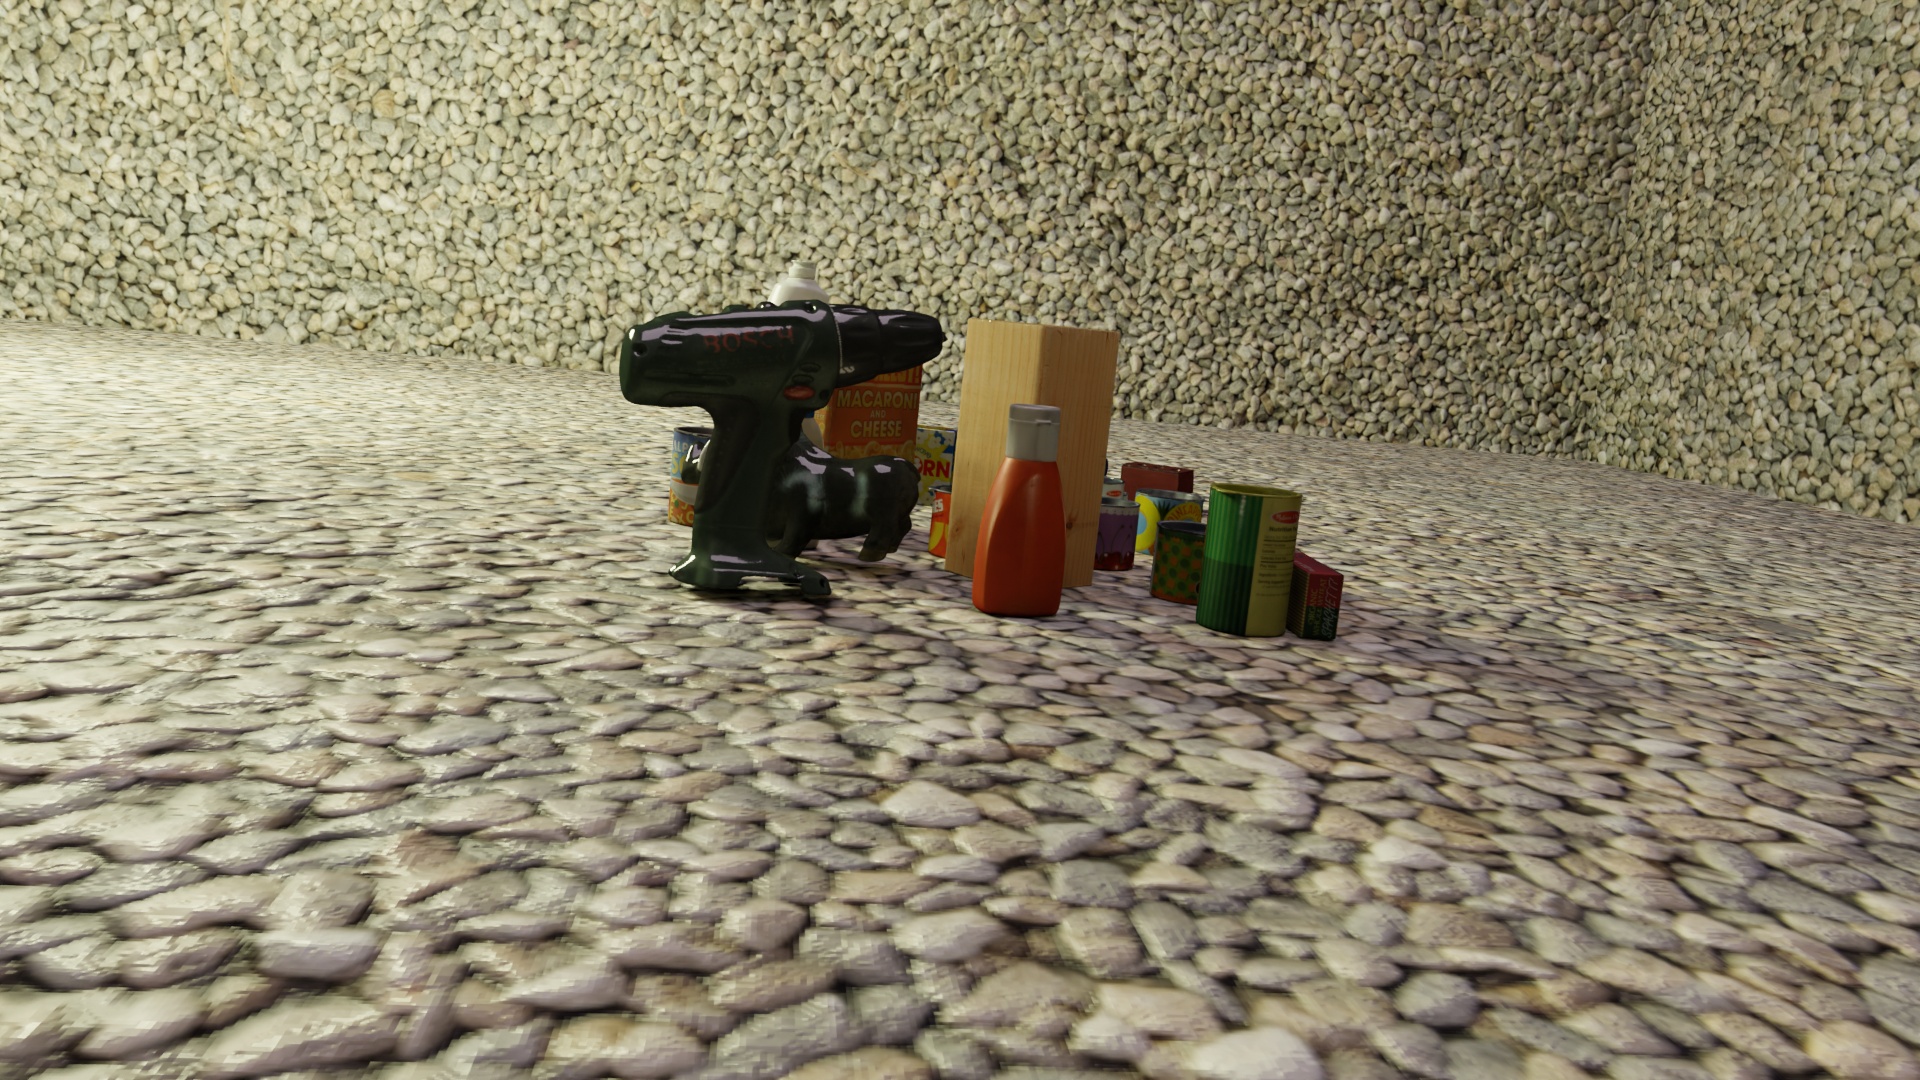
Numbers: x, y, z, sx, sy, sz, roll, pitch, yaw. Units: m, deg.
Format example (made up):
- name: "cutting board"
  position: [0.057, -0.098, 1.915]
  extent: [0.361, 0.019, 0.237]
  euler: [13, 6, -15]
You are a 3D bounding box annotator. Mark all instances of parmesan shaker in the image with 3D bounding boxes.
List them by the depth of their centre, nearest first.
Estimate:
- name: "parmesan shaker"
  position: [0.207, 0.013, 1.012]
  extent: [0.071, 0.103, 0.071]
  euler: [6, 9, -1]

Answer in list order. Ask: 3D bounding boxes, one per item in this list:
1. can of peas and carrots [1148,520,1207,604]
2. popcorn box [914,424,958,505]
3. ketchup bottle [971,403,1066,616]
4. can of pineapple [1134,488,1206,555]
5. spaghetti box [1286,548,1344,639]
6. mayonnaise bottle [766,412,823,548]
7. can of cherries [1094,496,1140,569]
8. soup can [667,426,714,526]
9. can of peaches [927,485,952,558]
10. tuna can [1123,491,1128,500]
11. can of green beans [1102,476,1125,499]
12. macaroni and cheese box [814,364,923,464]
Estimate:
- name: "can of peas and carrots"
  position: [0.189, 0.018, 1.112]
  extent: [0.071, 0.058, 0.071]
  euler: [6, 9, -1]
- name: "popcorn box"
  position: [-0.066, -0.086, 1.518]
  extent: [0.127, 0.085, 0.038]
  euler: [7, 9, 10]
- name: "ketchup bottle"
  position: [0.046, -0.022, 0.985]
  extent: [0.065, 0.148, 0.043]
  euler: [3, 9, -20]
- name: "can of pineapple"
  position: [0.199, -0.016, 1.335]
  extent: [0.071, 0.057, 0.071]
  euler: [6, 9, -1]
- name: "spaghetti box"
  position: [0.251, 0.027, 1.120]
  extent: [0.029, 0.050, 0.250]
  euler: [5, 9, -5]
- name: "mayonnaise bottle"
  position: [-0.143, -0.068, 1.160]
  extent: [0.065, 0.147, 0.041]
  euler: [2, 9, -25]
- name: "can of cherries"
  position: [0.121, -0.008, 1.230]
  extent: [0.071, 0.058, 0.071]
  euler: [6, 9, -1]
- name: "soup can"
  position: [-0.227, -0.057, 1.241]
  extent: [0.071, 0.083, 0.071]
  euler: [6, 9, -1]
- name: "can of peaches"
  position: [0.004, -0.015, 1.206]
  extent: [0.071, 0.058, 0.071]
  euler: [6, 9, -1]
- name: "tuna can"
  position: [0.148, -0.040, 1.530]
  extent: [0.071, 0.032, 0.071]
  euler: [6, 9, -1]
- name: "can of green beans"
  position: [0.131, -0.035, 1.411]
  extent: [0.071, 0.057, 0.071]
  euler: [6, 9, -1]
- name: "macaroni and cheese box"
  position: [-0.094, -0.092, 1.279]
  extent: [0.040, 0.166, 0.124]
  euler: [12, 11, 36]
